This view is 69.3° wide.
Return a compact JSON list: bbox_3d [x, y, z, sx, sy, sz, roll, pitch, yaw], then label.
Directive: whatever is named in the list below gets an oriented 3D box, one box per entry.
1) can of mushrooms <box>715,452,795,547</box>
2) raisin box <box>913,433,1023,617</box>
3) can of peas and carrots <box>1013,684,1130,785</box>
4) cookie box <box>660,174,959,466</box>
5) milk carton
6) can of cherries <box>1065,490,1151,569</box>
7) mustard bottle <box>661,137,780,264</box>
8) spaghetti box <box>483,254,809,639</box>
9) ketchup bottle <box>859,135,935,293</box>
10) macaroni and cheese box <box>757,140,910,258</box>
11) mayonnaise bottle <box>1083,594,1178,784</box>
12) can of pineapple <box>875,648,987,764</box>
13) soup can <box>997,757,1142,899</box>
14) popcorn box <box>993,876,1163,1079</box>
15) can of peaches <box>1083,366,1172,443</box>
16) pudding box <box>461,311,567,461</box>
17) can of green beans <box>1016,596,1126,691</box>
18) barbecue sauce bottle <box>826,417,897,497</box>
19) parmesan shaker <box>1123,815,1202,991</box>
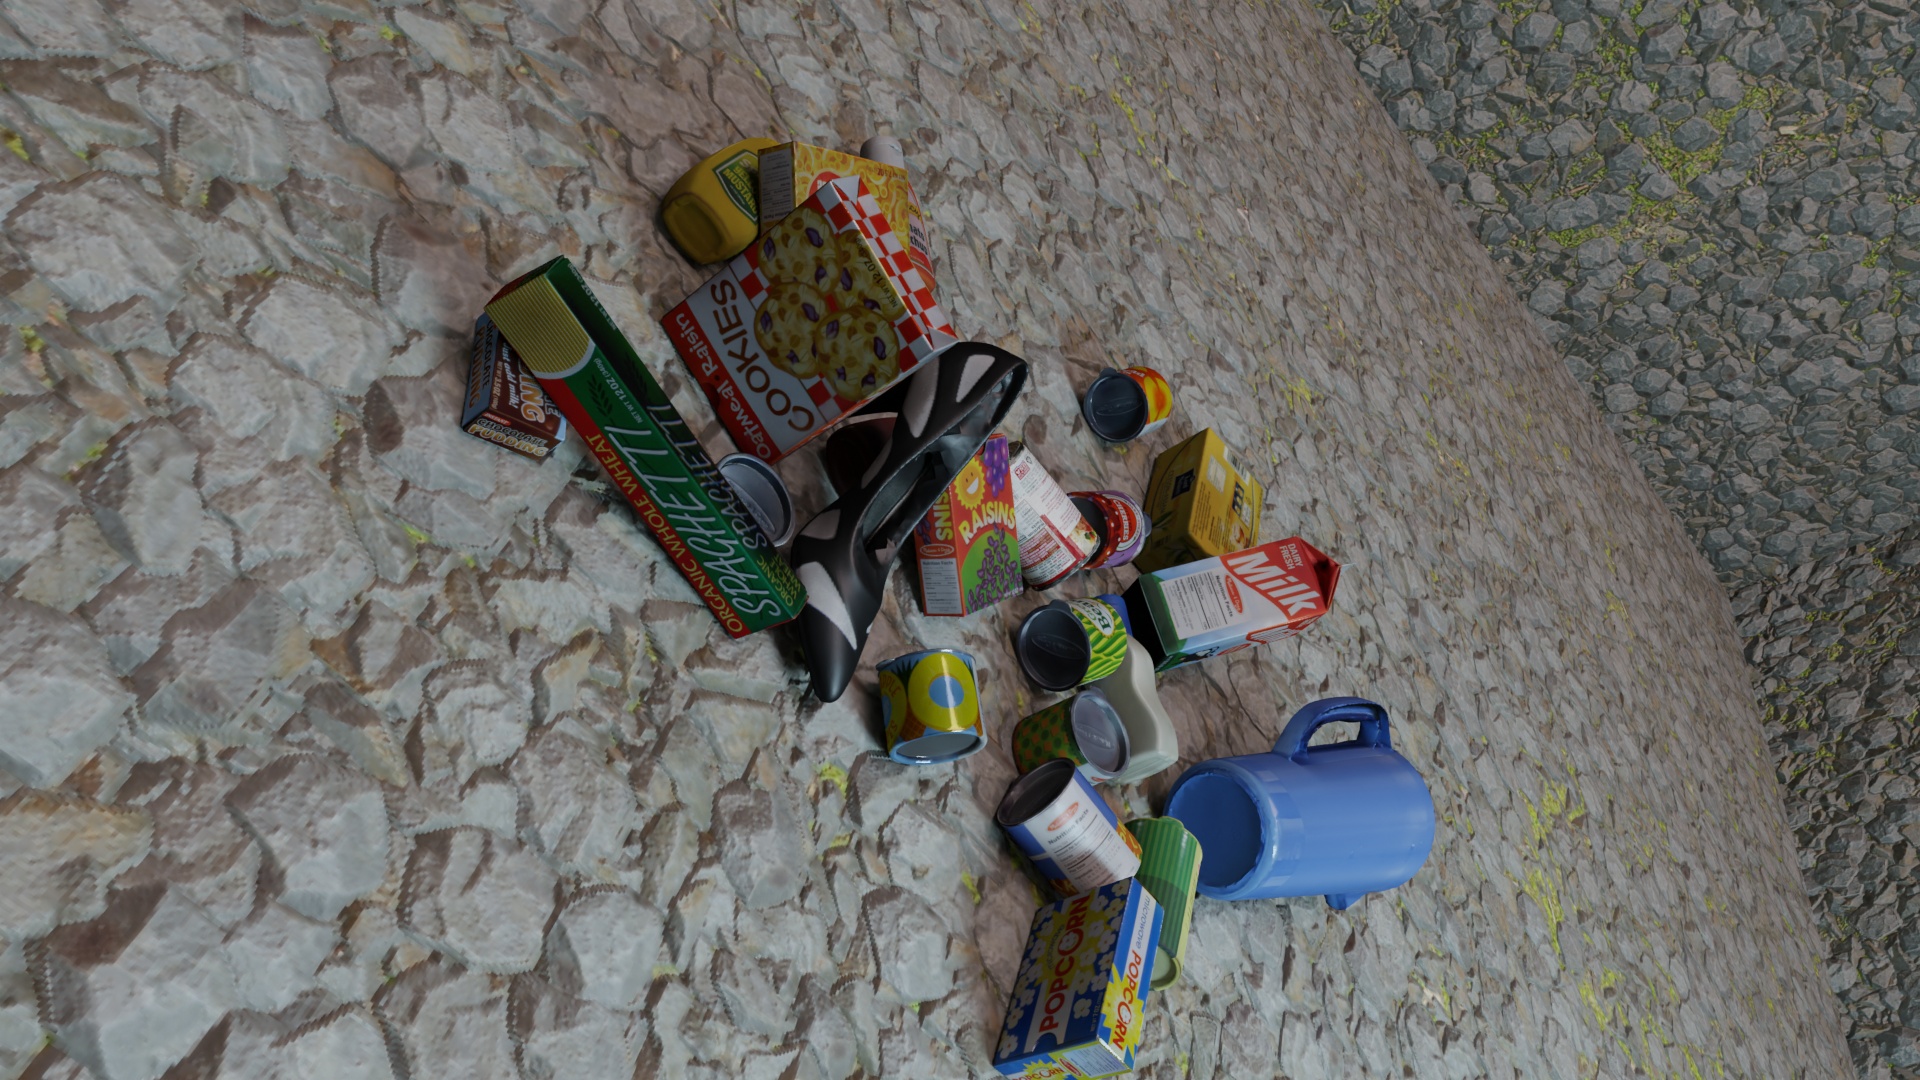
[{"bbox_3d":[-0.141,-0.018,0.879,0.071,0.033,0.071,31,44,-36],"label":"can of mushrooms"},{"bbox_3d":[0.004,-0.013,1.012,0.086,0.040,0.123,-16,101,-55],"label":"raisin box"},{"bbox_3d":[0.081,0.148,1.015,0.071,0.058,0.071,32,43,-35],"label":"can of peas and carrots"},{"bbox_3d":[-0.101,-0.136,0.897,0.123,0.167,0.040,59,32,-2],"label":"cookie box"},{"bbox_3d":[0.240,0.051,1.186,0.191,0.072,0.073,-14,73,-13],"label":"milk carton"},{"bbox_3d":[0.115,-0.010,1.161,0.058,0.071,0.071,-2,68,-52],"label":"can of cherries"},{"bbox_3d":[-0.160,-0.260,1.014,0.065,0.048,0.161,52,35,-21],"label":"mustard bottle"},{"bbox_3d":[-0.176,-0.047,0.804,0.249,0.050,0.029,57,30,-23],"label":"spaghetti box"},{"bbox_3d":[-0.059,-0.270,1.155,0.065,0.043,0.149,20,50,-43],"label":"ketchup bottle"},{"bbox_3d":[-0.089,-0.195,1.014,0.124,0.040,0.166,-3,92,-52],"label":"macaroni and cheese box"},{"bbox_3d":[0.127,0.114,1.098,0.041,0.064,0.149,28,42,-43],"label":"mayonnaise bottle"},{"bbox_3d":[-0.020,0.110,0.911,0.071,0.070,0.058,19,52,-44],"label":"can of pineapple"},{"bbox_3d":[0.076,0.203,0.966,0.083,0.071,0.072,52,35,-14],"label":"soup can"},{"bbox_3d":[0.078,0.284,0.890,0.038,0.085,0.127,48,36,-19],"label":"popcorn box"},{"bbox_3d":[0.158,-0.131,1.305,0.058,0.071,0.071,-21,83,-56],"label":"can of peaches"},{"bbox_3d":[-0.252,-0.093,0.795,0.049,0.030,0.084,27,47,-40],"label":"pudding box"},{"bbox_3d":[0.086,0.078,1.065,0.058,0.071,0.071,-8,73,-54],"label":"can of green beans"},{"bbox_3d":[-0.036,-0.063,1.034,0.149,0.043,0.065,-18,87,-55],"label":"barbecue sauce bottle"},{"bbox_3d":[0.133,0.257,0.992,0.071,0.071,0.103,47,37,-19],"label":"parmesan shaker"}]
